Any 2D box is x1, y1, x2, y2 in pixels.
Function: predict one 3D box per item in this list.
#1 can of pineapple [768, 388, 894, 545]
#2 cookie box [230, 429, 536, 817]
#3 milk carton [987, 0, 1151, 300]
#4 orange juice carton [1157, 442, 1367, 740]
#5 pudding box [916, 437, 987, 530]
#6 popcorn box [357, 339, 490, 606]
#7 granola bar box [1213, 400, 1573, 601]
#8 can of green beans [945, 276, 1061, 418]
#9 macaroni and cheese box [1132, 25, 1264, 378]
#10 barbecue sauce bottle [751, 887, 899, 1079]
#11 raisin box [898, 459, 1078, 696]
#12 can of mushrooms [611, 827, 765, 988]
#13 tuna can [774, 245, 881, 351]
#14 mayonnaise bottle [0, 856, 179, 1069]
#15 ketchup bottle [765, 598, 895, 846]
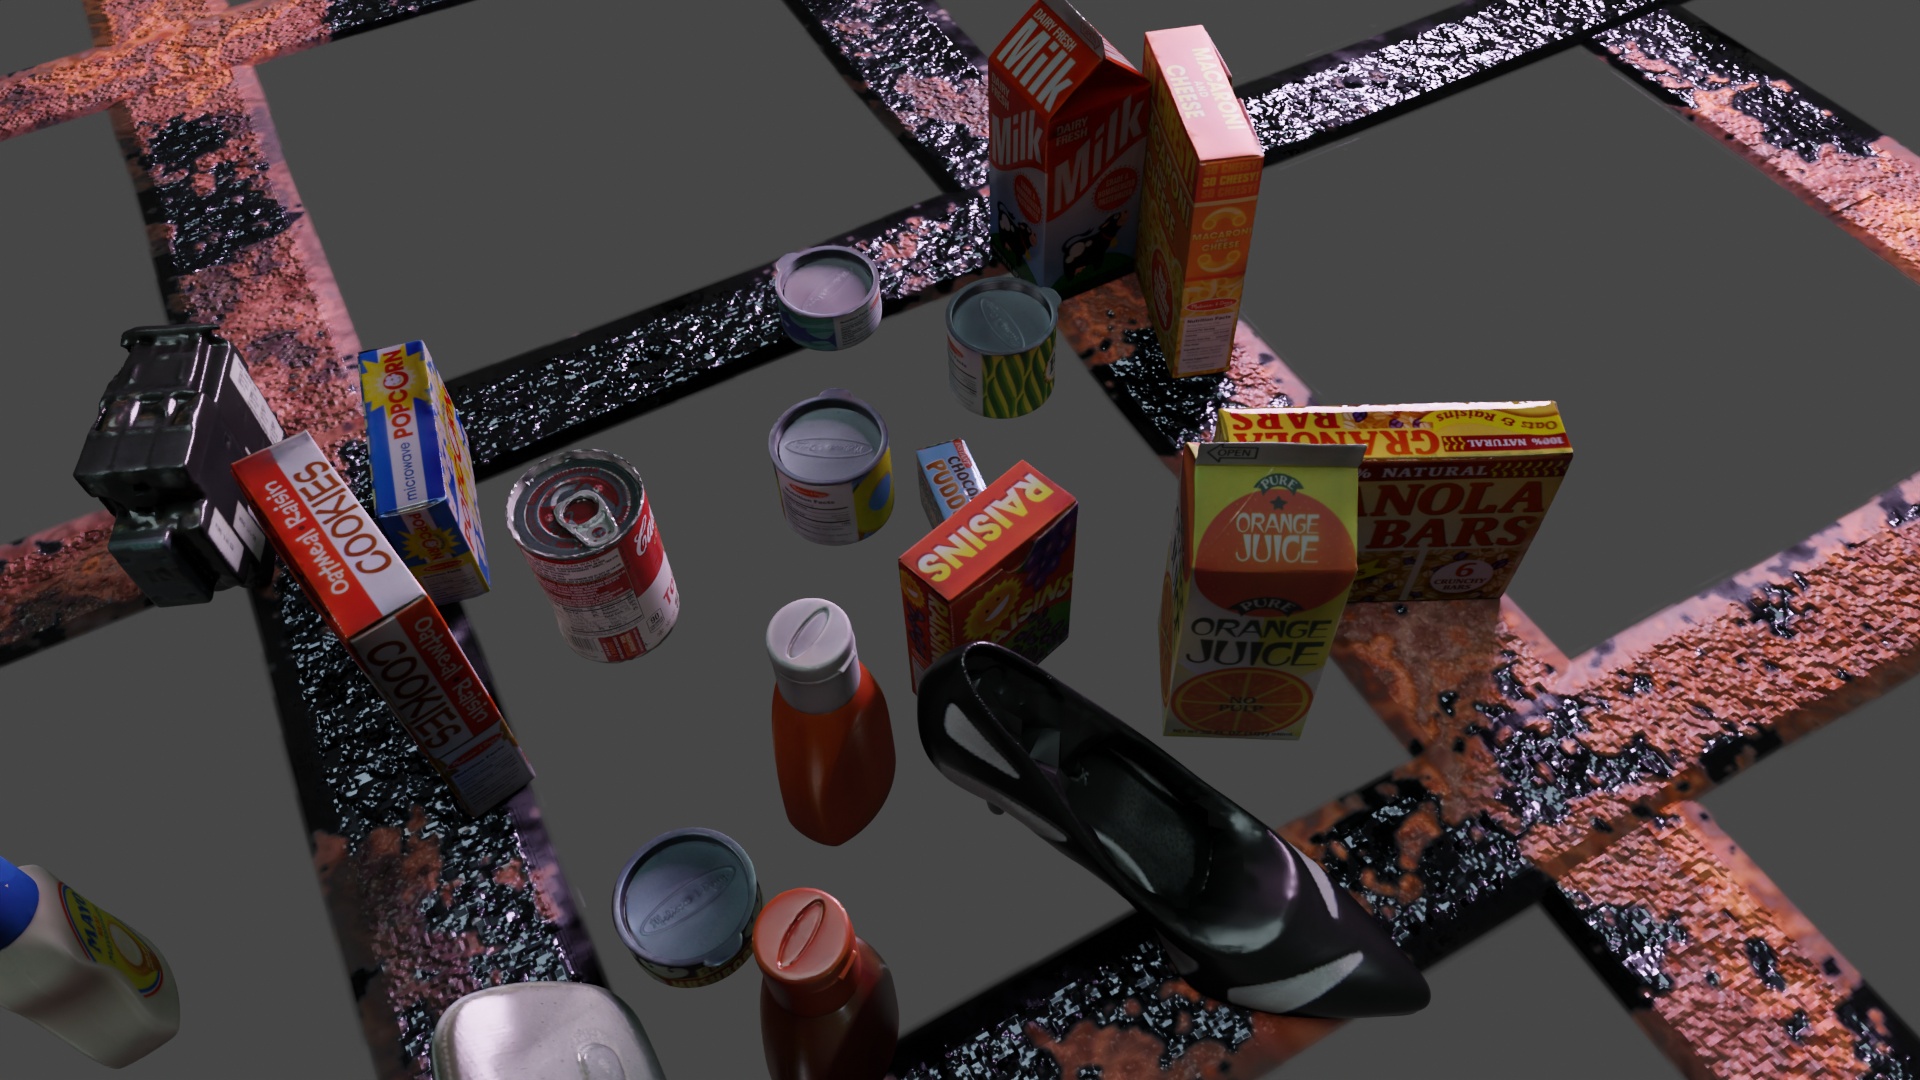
[{"bbox_3d":[-0.071,-0.040,0.785,0.071,0.057,0.071,-1,53,1],"label":"can of pineapple"},{"bbox_3d":[-0.271,0.044,0.660,0.040,0.166,0.123,-35,60,-22],"label":"cookie box"},{"bbox_3d":[0.064,-0.242,0.850,0.073,0.189,0.072,-25,56,-15],"label":"milk carton"},{"bbox_3d":[0.137,0.016,0.652,0.072,0.191,0.073,1,53,3],"label":"orange juice carton"},{"bbox_3d":[0.003,-0.010,0.765,0.030,0.049,0.084,-16,54,-10],"label":"pudding box"},{"bbox_3d":[-0.299,-0.038,0.774,0.038,0.084,0.127,-16,54,-10],"label":"popcorn box"},{"bbox_3d":[0.211,-0.016,0.717,0.166,0.123,0.039,-1,53,1],"label":"granola bar box"},{"bbox_3d":[0.025,-0.116,0.839,0.071,0.057,0.071,-1,53,1],"label":"can of green beans"},{"bbox_3d":[0.137,-0.200,0.831,0.040,0.165,0.124,-8,53,-4],"label":"macaroni and cheese box"},{"bbox_3d":[-0.055,0.185,0.558,0.044,0.147,0.065,22,57,18],"label":"barbecue sauce bottle"},{"bbox_3d":[0.015,0.030,0.688,0.086,0.122,0.040,-38,61,-23],"label":"raisin box"},{"bbox_3d":[-0.124,0.172,0.642,0.071,0.033,0.071,-1,53,1],"label":"can of mushrooms"},{"bbox_3d":[-0.086,-0.156,0.888,0.071,0.032,0.071,-1,53,1],"label":"tuna can"},{"bbox_3d":[-0.383,0.170,0.581,0.041,0.147,0.065,-30,58,-19],"label":"mayonnaise bottle"},{"bbox_3d":[-0.060,0.082,0.636,0.043,0.148,0.065,24,58,18],"label":"ketchup bottle"}]
